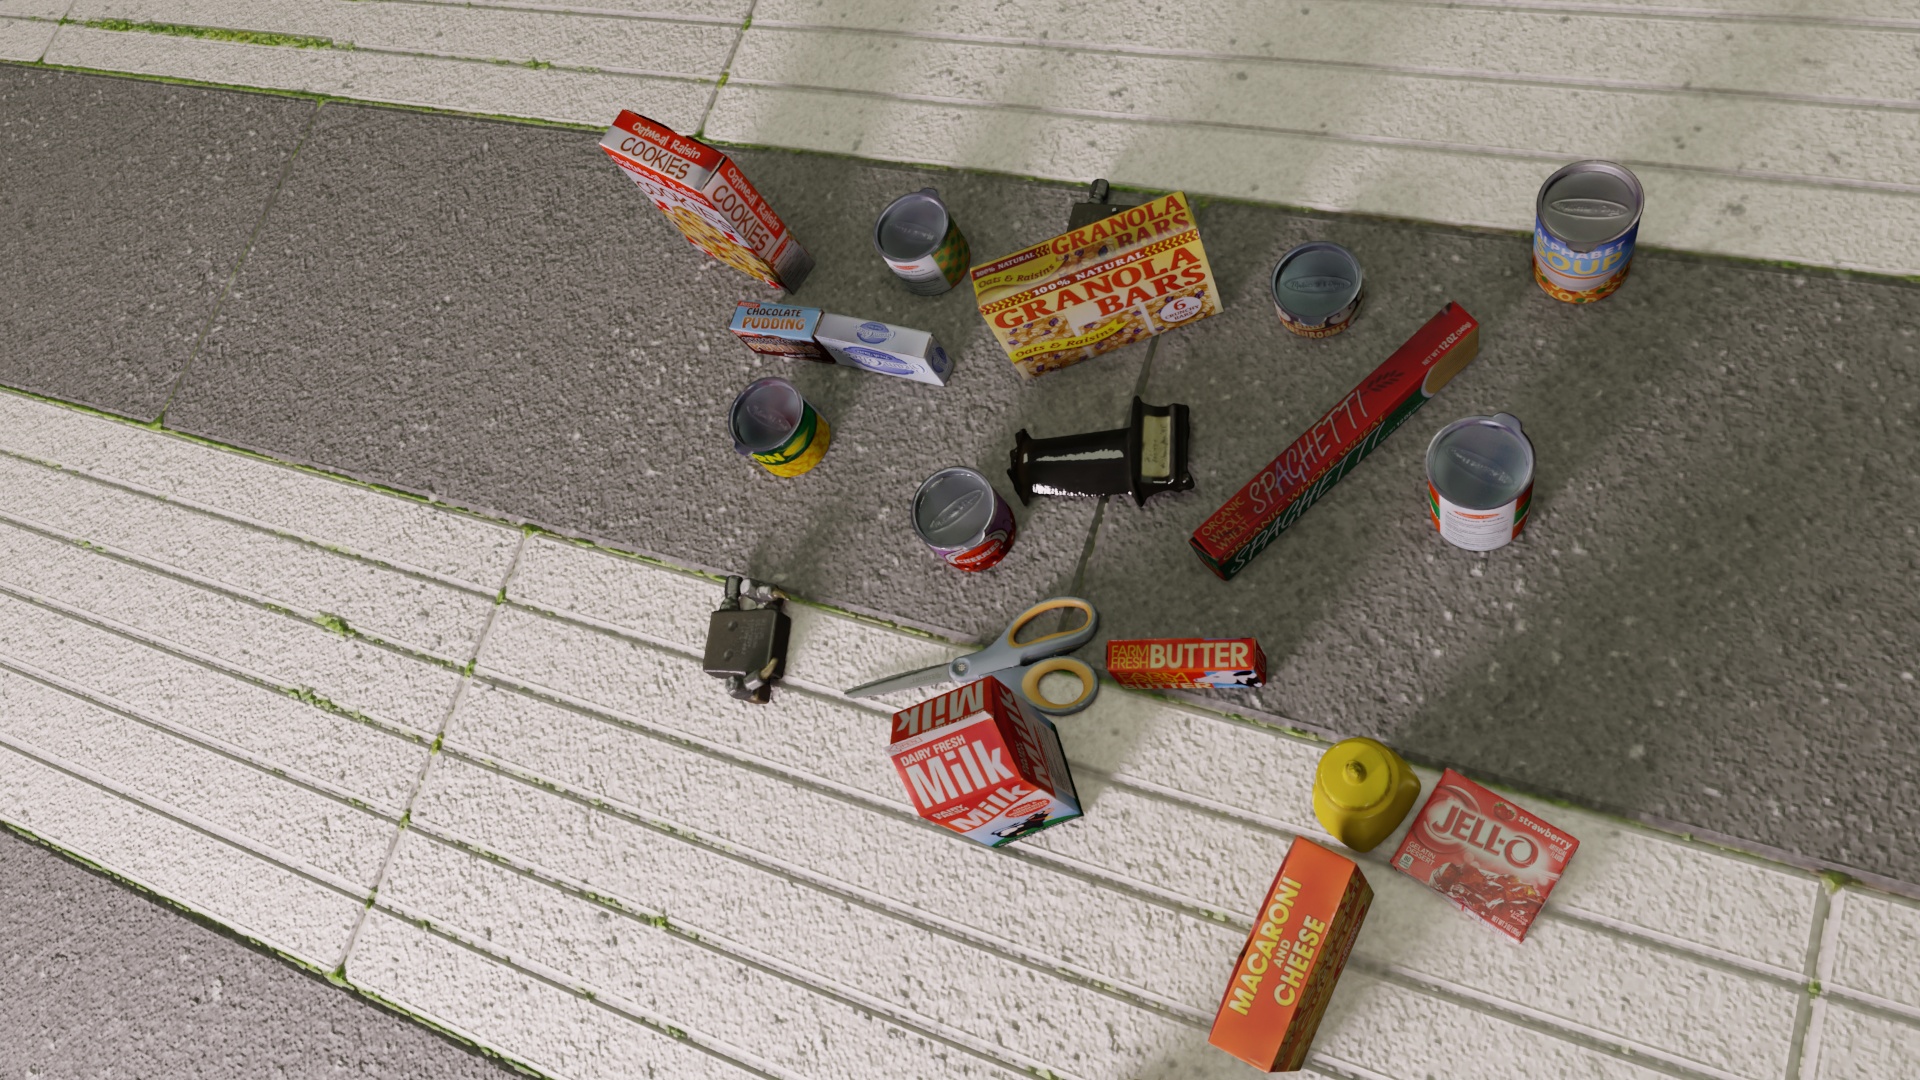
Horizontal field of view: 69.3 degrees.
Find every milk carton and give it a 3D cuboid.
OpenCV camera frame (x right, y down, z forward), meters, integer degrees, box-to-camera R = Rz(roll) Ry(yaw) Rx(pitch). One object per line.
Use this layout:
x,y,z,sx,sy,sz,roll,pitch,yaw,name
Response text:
0.015,0.145,0.912,0.072,0.190,0.074,-22,64,11,milk carton

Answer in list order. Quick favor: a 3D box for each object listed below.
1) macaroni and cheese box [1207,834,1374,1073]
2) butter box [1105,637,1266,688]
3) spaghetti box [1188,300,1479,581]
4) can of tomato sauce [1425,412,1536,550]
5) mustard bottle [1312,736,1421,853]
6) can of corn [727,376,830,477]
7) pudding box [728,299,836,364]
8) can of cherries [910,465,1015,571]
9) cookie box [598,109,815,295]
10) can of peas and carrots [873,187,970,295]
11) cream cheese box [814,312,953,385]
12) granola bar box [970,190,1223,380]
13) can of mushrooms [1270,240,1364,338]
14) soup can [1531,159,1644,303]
0.198,0.248,0.819,0.040,0.166,0.124,21,79,26,macaroni and cheese box
0.156,0.085,0.961,0.103,0.053,0.024,-3,70,19,butter box
0.265,-0.068,0.983,0.250,0.050,0.029,-42,62,0,spaghetti box
0.346,-0.039,0.924,0.071,0.083,0.071,-7,68,17,can of tomato sauce
0.244,0.149,0.845,0.049,0.160,0.065,40,87,28,mustard bottle
-0.149,-0.090,1.136,0.071,0.058,0.071,-7,68,17,can of corn
-0.146,-0.177,1.173,0.084,0.049,0.030,11,74,23,pudding box
0.004,-0.013,1.051,0.071,0.058,0.072,-7,68,17,can of cherries
-0.210,-0.284,1.171,0.123,0.167,0.040,29,82,27,cookie box
-0.030,-0.248,1.154,0.071,0.058,0.071,-7,68,17,can of peas and carrots
-0.062,-0.156,1.133,0.104,0.053,0.024,15,76,24,cream cheese box
0.105,-0.189,1.046,0.165,0.124,0.039,-18,65,13,granola bar box
0.266,-0.185,1.037,0.071,0.033,0.071,-7,68,17,can of mushrooms
0.431,-0.209,0.959,0.071,0.083,0.071,-7,68,17,soup can
